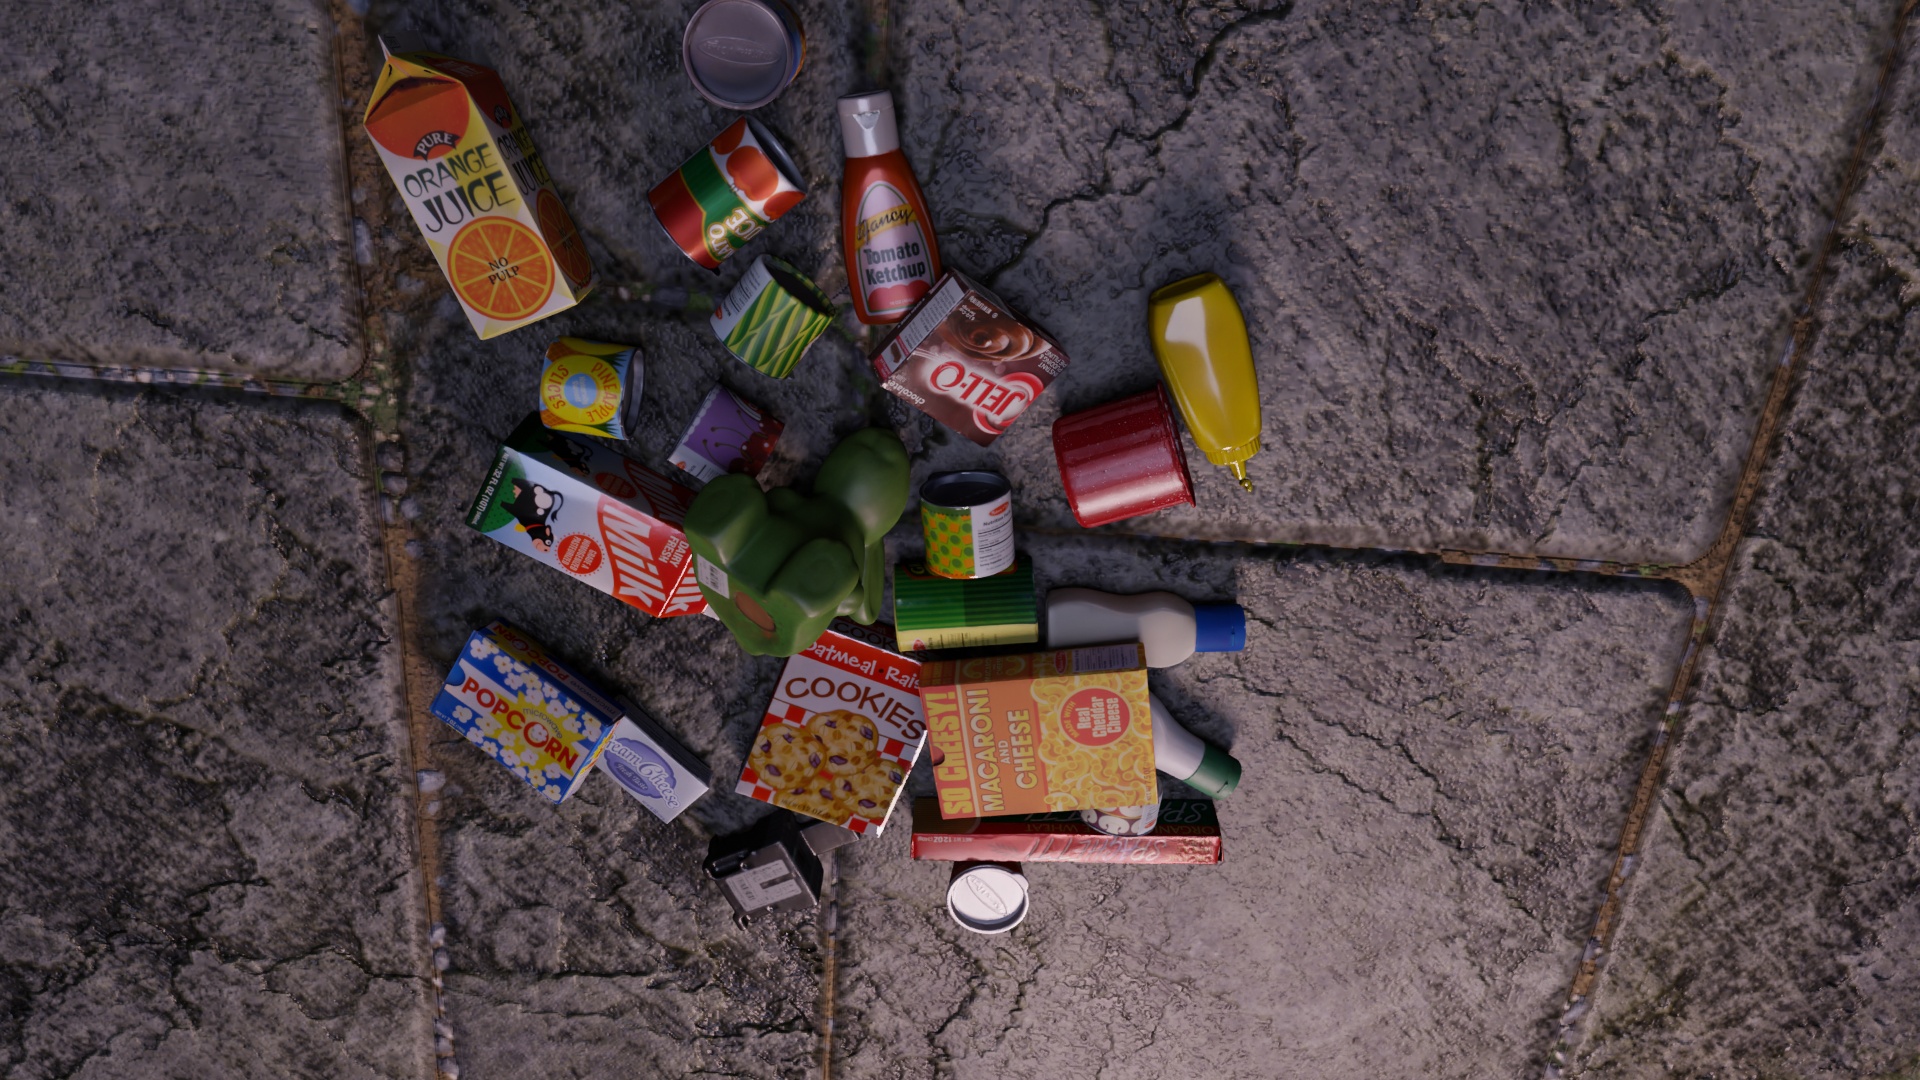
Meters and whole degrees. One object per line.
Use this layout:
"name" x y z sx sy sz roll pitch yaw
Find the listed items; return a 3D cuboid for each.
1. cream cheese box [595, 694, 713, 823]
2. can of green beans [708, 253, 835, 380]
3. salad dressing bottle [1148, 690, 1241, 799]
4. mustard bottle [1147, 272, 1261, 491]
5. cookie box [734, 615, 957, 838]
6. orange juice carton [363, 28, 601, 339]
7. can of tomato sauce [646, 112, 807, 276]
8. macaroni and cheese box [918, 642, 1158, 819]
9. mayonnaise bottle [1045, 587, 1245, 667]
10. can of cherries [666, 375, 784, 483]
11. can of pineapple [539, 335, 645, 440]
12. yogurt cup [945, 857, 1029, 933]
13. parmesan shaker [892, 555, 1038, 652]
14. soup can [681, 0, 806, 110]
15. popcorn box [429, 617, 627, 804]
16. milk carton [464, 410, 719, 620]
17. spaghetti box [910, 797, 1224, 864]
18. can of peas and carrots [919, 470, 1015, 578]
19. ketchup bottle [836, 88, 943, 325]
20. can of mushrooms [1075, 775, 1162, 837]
"cream cheese box" -0.253 0.175 1.110 0.053 0.024 0.103 -41 107 15
"can of green beans" -0.127 -0.152 0.942 0.071 0.071 0.057 37 109 -15
"salad dressing bottle" 0.152 0.155 1.090 0.147 0.044 0.064 31 111 -14
"mustard bottle" 0.178 -0.104 0.971 0.065 0.049 0.159 -17 113 8
"cookie box" -0.090 0.141 1.086 0.123 0.040 0.166 20 113 -9
"orange juice carton" -0.316 -0.237 0.903 0.073 0.072 0.192 -20 113 8
"can of tomato sauce" -0.151 -0.226 0.908 0.083 0.071 0.071 -35 109 14
"macaroni and cheese box" 0.060 0.144 1.037 0.166 0.040 0.123 -6 116 6
"mayonnaise bottle" 0.139 0.067 1.052 0.148 0.041 0.064 -1 115 0
"can of cherries" -0.164 -0.072 0.979 0.058 0.072 0.071 32 111 -13
"can of pineapple" -0.254 -0.106 0.961 0.058 0.071 0.070 8 114 -3
"yogurt cup" 0.022 0.279 1.138 0.072 0.054 0.072 0 114 0
"parmesan shaker" 0.004 0.046 1.032 0.103 0.071 0.071 -4 114 1
"soup can" -0.132 -0.309 0.863 0.071 0.084 0.071 0 114 0
"popcorn box" -0.331 0.131 1.068 0.127 0.038 0.085 36 111 1
"milk carton" -0.245 -0.010 1.001 0.190 0.074 0.072 28 111 -12
"spaghetti box" 0.085 0.234 1.120 0.250 0.050 0.028 1 115 0
"can of peas and carrots" 0.004 -0.013 1.005 0.071 0.071 0.058 -4 115 2
"ketchup bottle" -0.051 -0.221 0.923 0.065 0.044 0.148 -11 113 -2
"can of mushrooms" 0.123 0.201 1.097 0.071 0.071 0.033 8 114 -3
